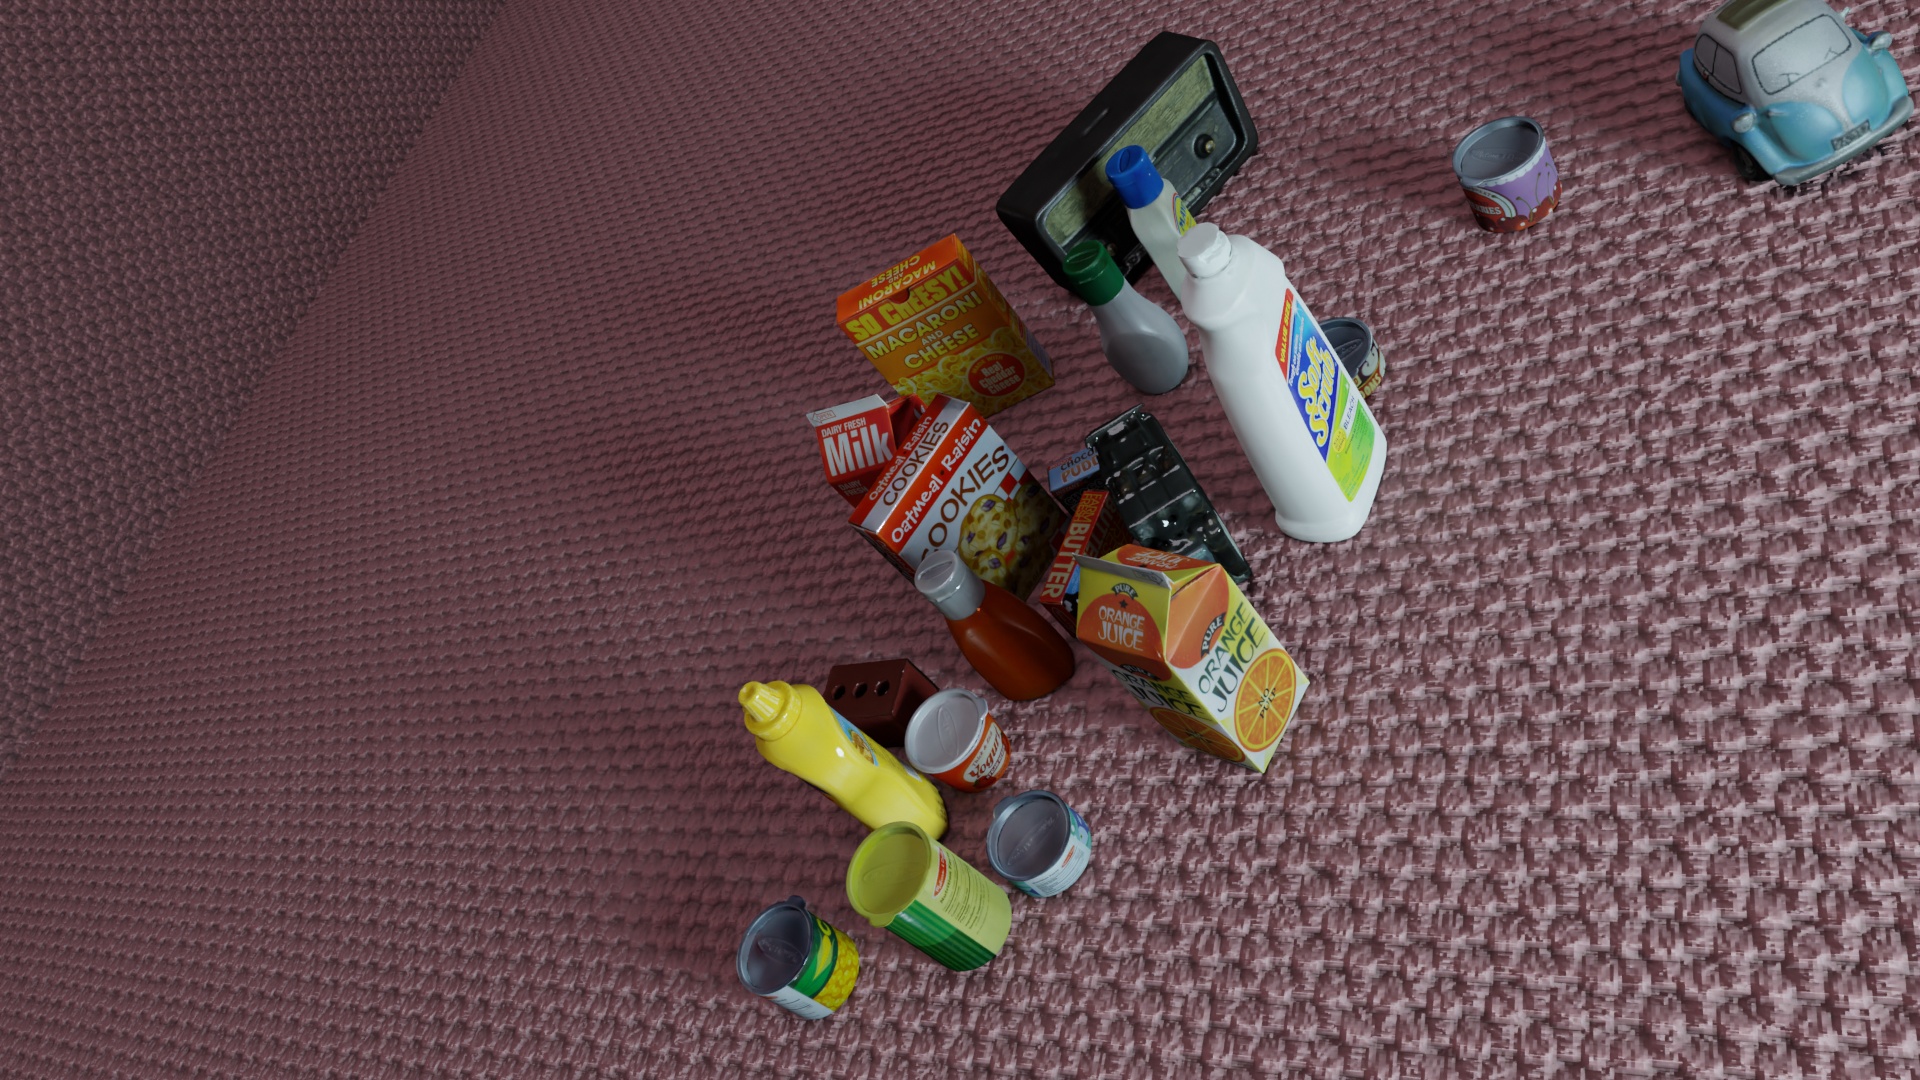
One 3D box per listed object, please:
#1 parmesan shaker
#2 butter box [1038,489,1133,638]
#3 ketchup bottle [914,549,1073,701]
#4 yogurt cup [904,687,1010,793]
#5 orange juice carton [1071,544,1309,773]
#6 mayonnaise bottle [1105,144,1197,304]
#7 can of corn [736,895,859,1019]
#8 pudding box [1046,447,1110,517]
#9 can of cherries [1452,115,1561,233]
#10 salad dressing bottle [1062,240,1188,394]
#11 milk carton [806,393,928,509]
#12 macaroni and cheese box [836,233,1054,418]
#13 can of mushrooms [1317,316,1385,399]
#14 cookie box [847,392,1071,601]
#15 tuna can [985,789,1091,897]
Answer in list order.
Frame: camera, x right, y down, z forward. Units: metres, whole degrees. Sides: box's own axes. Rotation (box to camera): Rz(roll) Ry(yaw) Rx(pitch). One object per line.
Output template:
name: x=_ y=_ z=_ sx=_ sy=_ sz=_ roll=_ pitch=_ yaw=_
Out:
parmesan shaker: x=-0.020 y=0.240 z=0.921 sx=0.071 sy=0.103 sz=0.072 roll=-22 pitch=45 yaw=24
butter box: x=0.098 y=0.018 z=1.054 sx=0.024 sy=0.053 sz=0.104 roll=2 pitch=58 yaw=40
ketchup bottle: x=0.022 y=0.062 z=1.004 sx=0.064 sy=0.148 sz=0.044 roll=-25 pitch=44 yaw=20
yogurt cup: x=0.001 y=0.150 z=1.019 sx=0.072 sy=0.053 sz=0.073 roll=-22 pitch=45 yaw=24
orange juice carton: x=0.140 y=0.065 z=0.872 sx=0.072 sy=0.192 sz=0.073 roll=14 pitch=66 yaw=45
mayonnaise bottle: x=0.170 y=-0.265 z=1.162 sx=0.041 sy=0.147 sz=0.065 roll=-14 pitch=49 yaw=30
can of corn: x=-0.113 y=0.295 z=0.983 sx=0.071 sy=0.058 sz=0.071 roll=-22 pitch=45 yaw=24
pudding box: x=0.116 y=-0.053 z=1.101 sx=0.083 sy=0.049 sz=0.030 roll=-24 pitch=44 yaw=21
can of cherries: x=0.410 y=-0.273 z=1.046 sx=0.071 sy=0.058 sz=0.072 roll=-22 pitch=45 yaw=24
salad dressing bottle: x=0.133 y=-0.179 z=1.120 sx=0.064 sy=0.147 sz=0.044 roll=-13 pitch=49 yaw=31
milk carton: x=-0.041 y=-0.051 z=1.118 sx=0.072 sy=0.190 sz=0.074 roll=-14 pitch=49 yaw=31
macaroni and cheese box: x=-0.011 y=-0.174 z=1.216 sx=0.123 sy=0.166 sz=0.040 roll=-25 pitch=44 yaw=20
can of mushrooms: x=0.284 y=-0.131 z=1.046 sx=0.071 sy=0.033 sz=0.071 roll=-21 pitch=45 yaw=24
cookie box: x=0.004 y=-0.013 z=1.067 sx=0.040 sy=0.167 sz=0.123 roll=19 pitch=70 yaw=46
tuna can: x=0.052 y=0.205 z=0.947 sx=0.071 sy=0.032 sz=0.071 roll=-21 pitch=45 yaw=24
